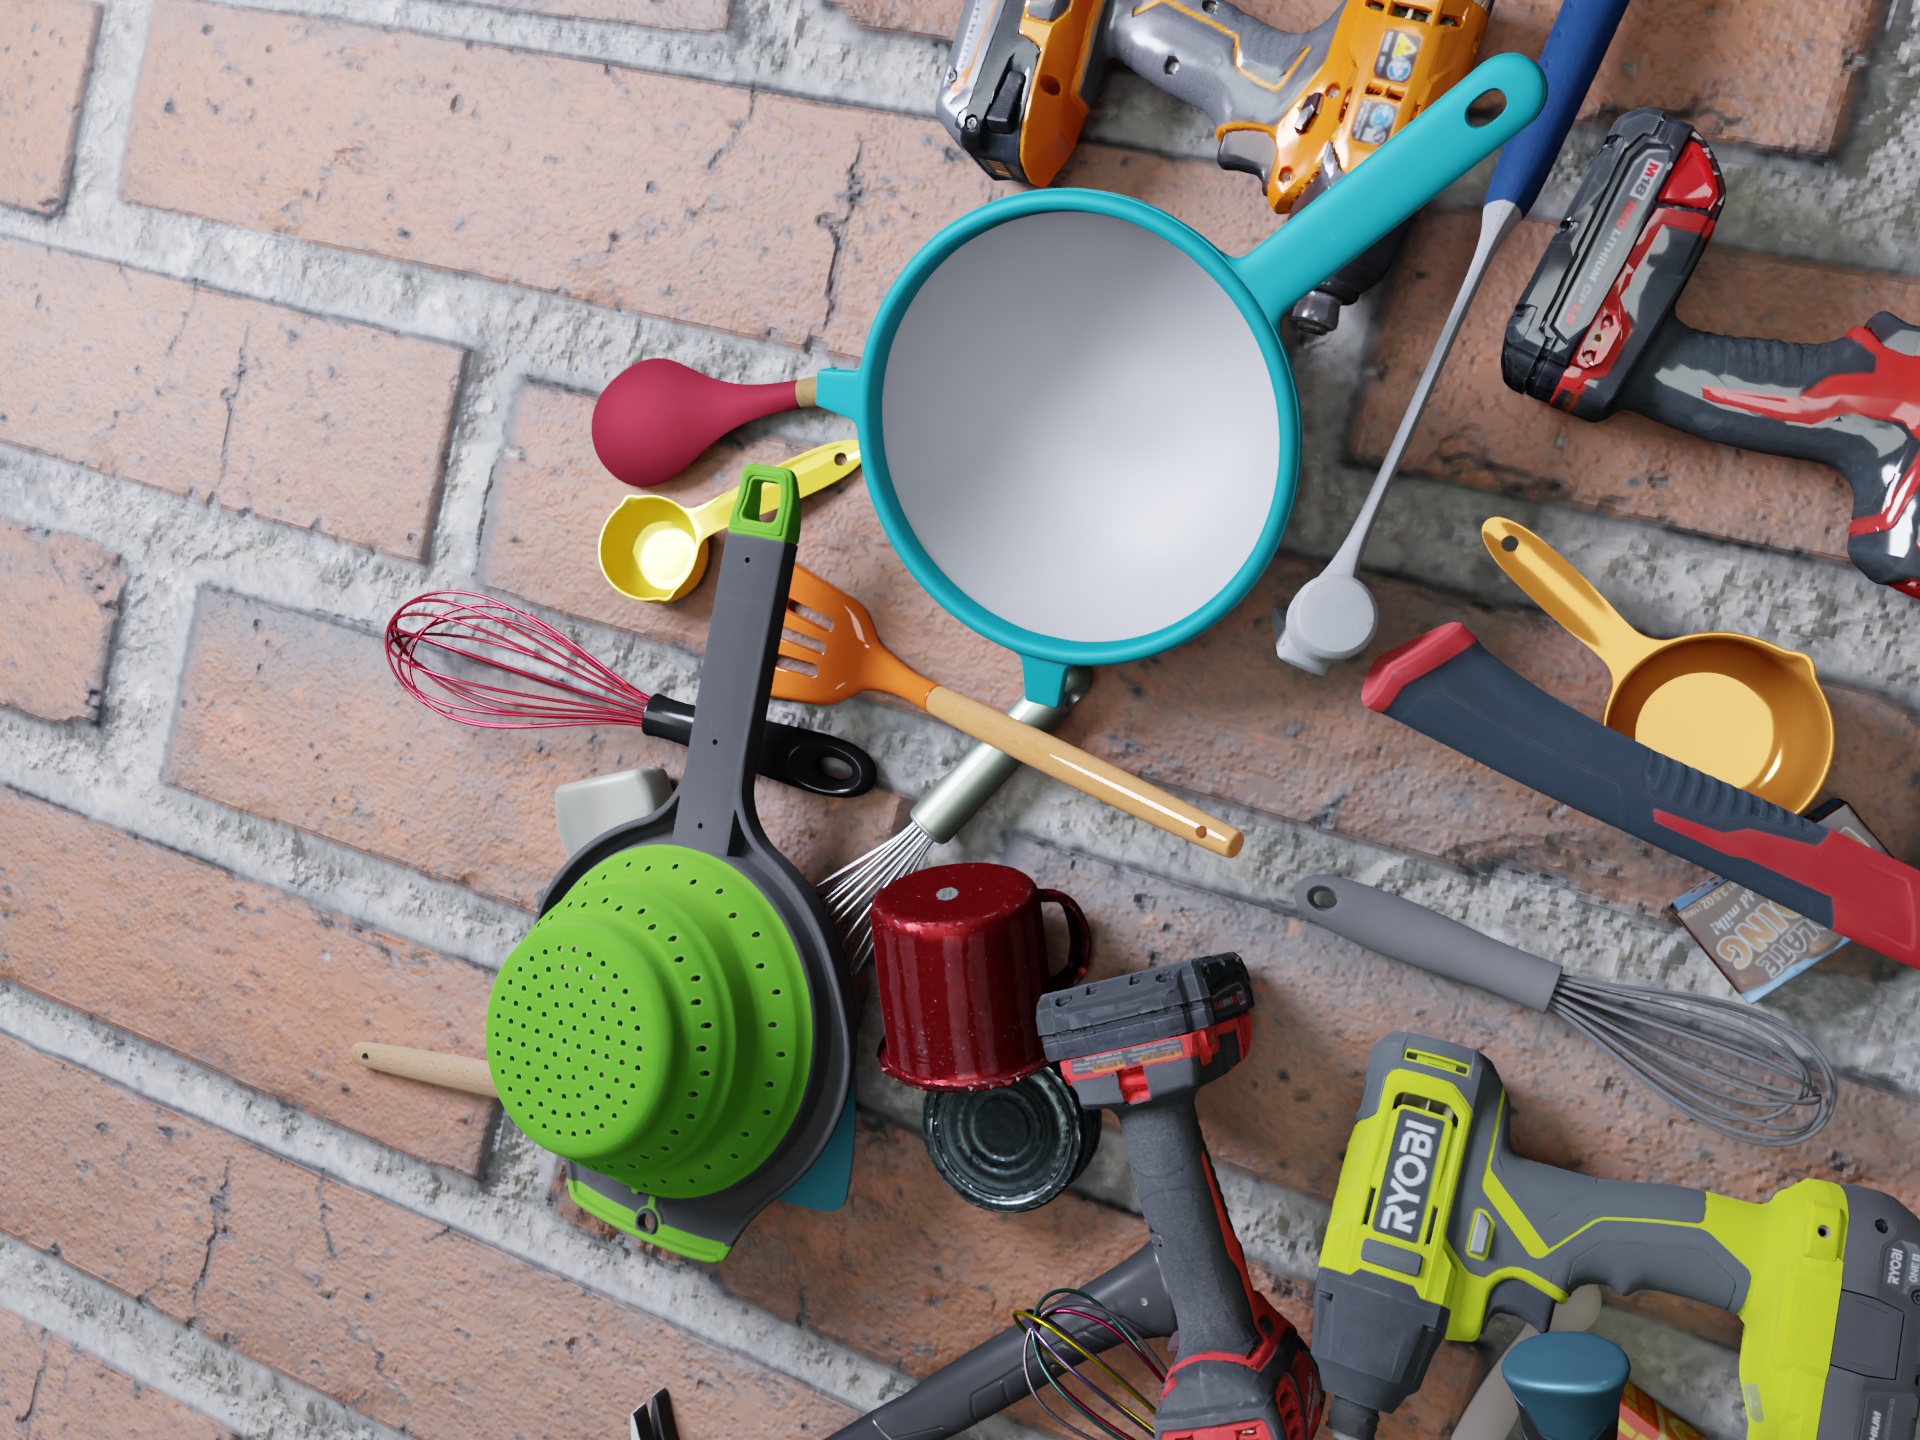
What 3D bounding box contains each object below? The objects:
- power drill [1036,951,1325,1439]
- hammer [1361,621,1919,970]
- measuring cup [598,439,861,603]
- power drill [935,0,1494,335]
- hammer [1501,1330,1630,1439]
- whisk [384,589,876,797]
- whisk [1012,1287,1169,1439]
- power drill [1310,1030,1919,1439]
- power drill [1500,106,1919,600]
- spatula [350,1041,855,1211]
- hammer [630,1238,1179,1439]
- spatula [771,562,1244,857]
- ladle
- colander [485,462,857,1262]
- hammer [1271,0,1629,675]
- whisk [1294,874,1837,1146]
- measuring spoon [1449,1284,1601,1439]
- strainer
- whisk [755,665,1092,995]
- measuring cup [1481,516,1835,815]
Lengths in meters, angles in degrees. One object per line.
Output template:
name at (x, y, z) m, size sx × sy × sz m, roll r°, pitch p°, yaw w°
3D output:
power drill at (0.109, 0.221, 0.714) m, size 0.078 × 0.143 × 0.220 m, roll -17°, pitch 78°, yaw 19°
hammer at (0.334, 0.075, 0.628) m, size 0.386 × 0.038 × 0.143 m, roll 25°, pitch 100°, yaw 2°
measuring cup at (-0.119, -0.110, 0.851) m, size 0.156 × 0.029 × 0.062 m, roll -24°, pitch 81°, yaw 6°
power drill at (0.110, -0.280, 0.736) m, size 0.226 × 0.084 × 0.164 m, roll 19°, pitch 97°, yaw 15°
hammer at (0.240, 0.378, 0.644) m, size 0.128 × 0.033 × 0.330 m, roll 6°, pitch 117°, yaw 27°
whisk at (-0.183, -0.009, 0.855) m, size 0.296 × 0.073 × 0.073 m, roll 16°, pitch 96°, yaw 12°
whisk at (0.120, 0.351, 0.740) m, size 0.245 × 0.051 × 0.047 m, roll 40°, pitch 125°, yaw 0°
power drill at (0.266, 0.243, 0.665) m, size 0.223 × 0.080 × 0.171 m, roll 13°, pitch 72°, yaw 19°
power drill at (0.360, -0.170, 0.650) m, size 0.227 × 0.080 × 0.188 m, roll 29°, pitch 100°, yaw 14°
spatula at (-0.209, 0.208, 0.883) m, size 0.317 × 0.044 × 0.082 m, roll 5°, pitch 92°, yaw 24°
hammer at (-0.026, 0.352, 0.812) m, size 0.334 × 0.035 × 0.146 m, roll -36°, pitch 80°, yaw 16°
spatula at (-0.001, -0.002, 0.767) m, size 0.323 × 0.041 × 0.081 m, roll 26°, pitch 100°, yaw 39°
ladle at (-0.059, -0.171, 0.825) m, size 0.315 × 0.031 × 0.069 m, roll -5°, pitch 89°, yaw 18°
colander at (-0.145, 0.068, 0.765) m, size 0.204 × 0.094 × 0.397 m, roll 12°, pitch 94°, yaw 27°
hammer at (0.227, -0.207, 0.686) m, size 0.035 × 0.144 × 0.405 m, roll 24°, pitch 89°, yaw 6°
whisk at (0.260, 0.122, 0.705) m, size 0.239 × 0.055 × 0.055 m, roll 22°, pitch 98°, yaw 22°
measuring spoon at (0.251, 0.301, 0.721) m, size 0.034 × 0.018 × 0.124 m, roll 28°, pitch 100°, yaw 17°
strainer at (0.108, -0.169, 0.702) m, size 0.340 × 0.095 × 0.211 m, roll -35°, pitch 91°, yaw 32°
whisk at (-0.022, 0.059, 0.803) m, size 0.246 × 0.057 × 0.059 m, roll -47°, pitch 68°, yaw 9°
measuring cup at (0.291, -0.024, 0.687) m, size 0.095 × 0.052 × 0.174 m, roll -46°, pitch 75°, yaw 14°
